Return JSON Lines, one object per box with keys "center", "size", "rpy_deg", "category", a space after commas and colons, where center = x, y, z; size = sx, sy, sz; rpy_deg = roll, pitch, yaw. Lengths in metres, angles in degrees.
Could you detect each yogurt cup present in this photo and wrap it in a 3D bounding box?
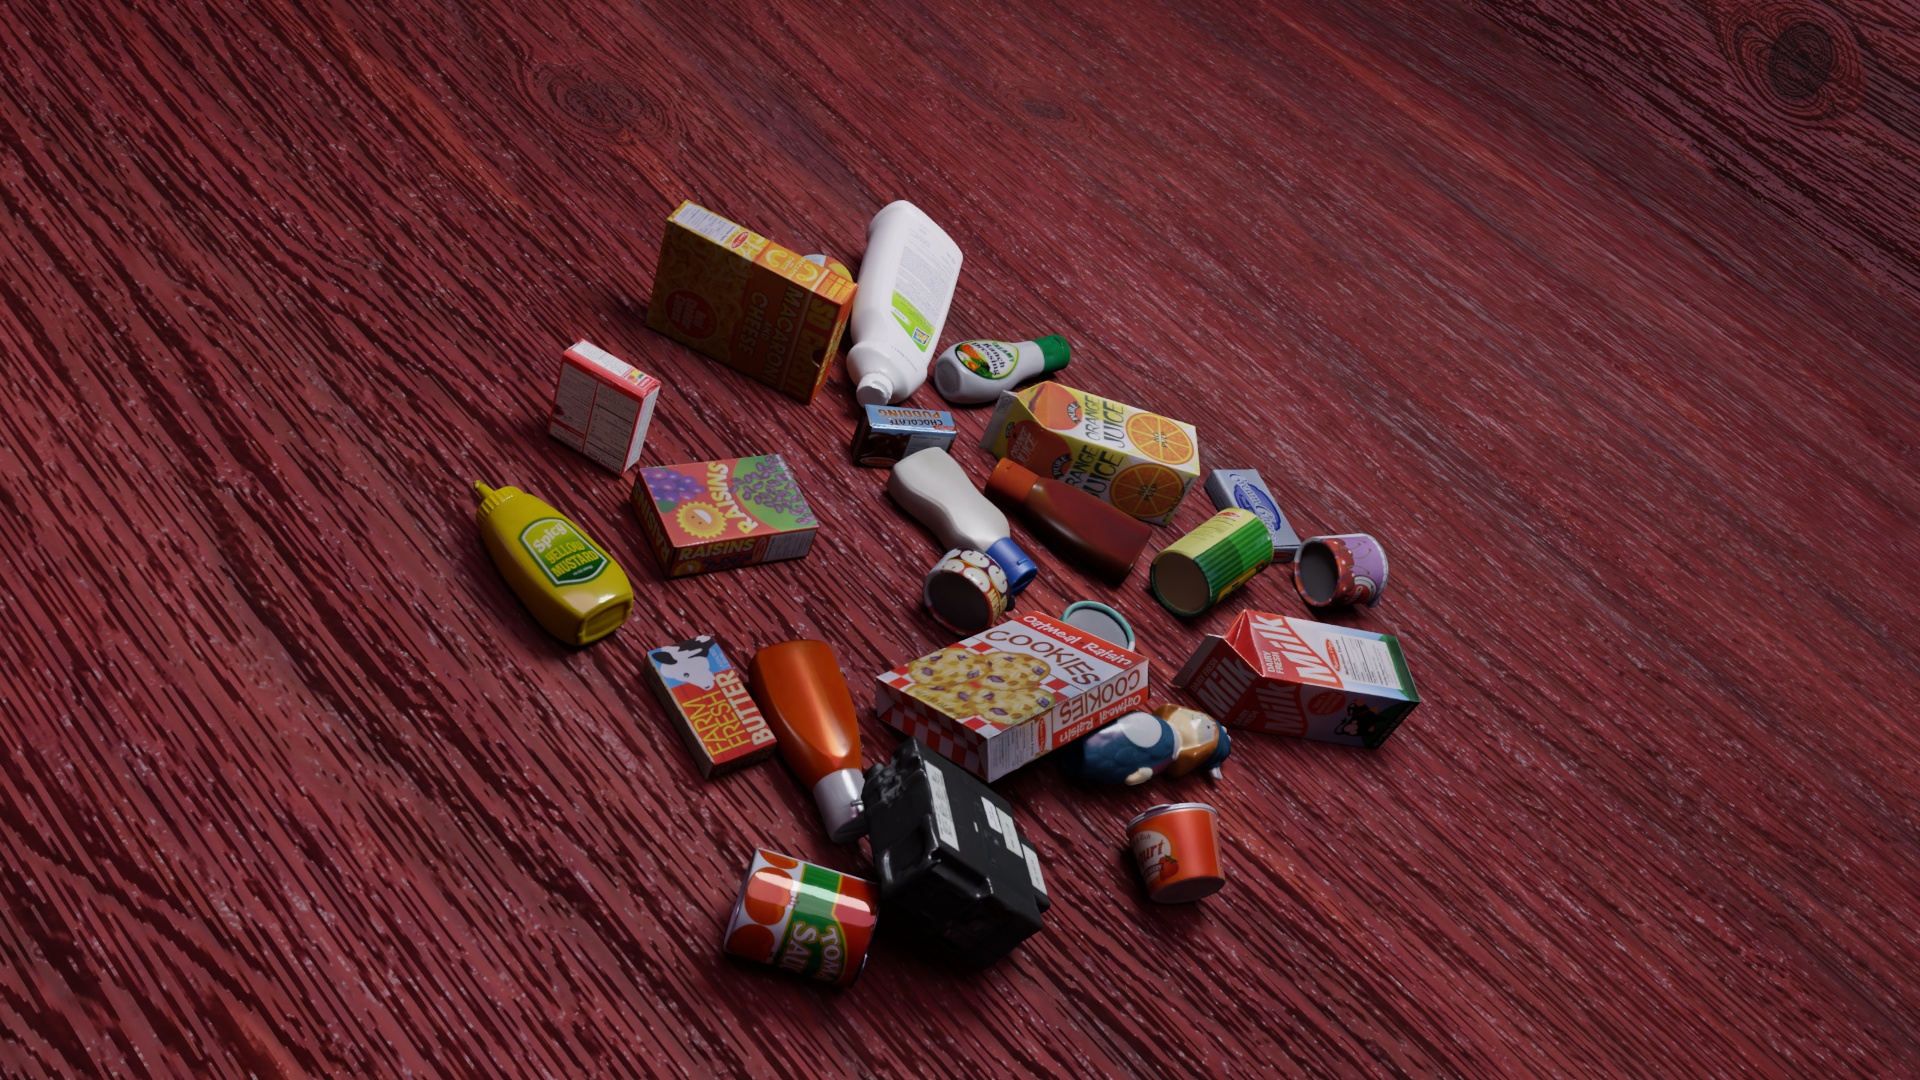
{"center": [0.157, 0.227, 0.999], "size": [0.072, 0.072, 0.054], "rpy_deg": [4, 55, -22], "category": "yogurt cup"}

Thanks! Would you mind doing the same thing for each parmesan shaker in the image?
{"center": [0.221, 0.020, 1.234], "size": [0.071, 0.071, 0.103], "rpy_deg": [44, 46, 19], "category": "parmesan shaker"}

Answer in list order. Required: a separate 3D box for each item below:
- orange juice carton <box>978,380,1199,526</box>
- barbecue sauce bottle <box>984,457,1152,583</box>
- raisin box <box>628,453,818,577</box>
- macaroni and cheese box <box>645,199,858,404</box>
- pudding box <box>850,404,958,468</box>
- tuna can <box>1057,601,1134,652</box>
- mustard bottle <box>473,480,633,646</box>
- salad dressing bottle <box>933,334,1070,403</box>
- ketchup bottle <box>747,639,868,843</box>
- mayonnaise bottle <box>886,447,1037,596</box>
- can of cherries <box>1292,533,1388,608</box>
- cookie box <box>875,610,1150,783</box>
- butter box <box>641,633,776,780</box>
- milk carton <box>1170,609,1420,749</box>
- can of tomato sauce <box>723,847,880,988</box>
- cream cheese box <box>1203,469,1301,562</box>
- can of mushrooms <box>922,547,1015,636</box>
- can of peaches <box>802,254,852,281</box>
{"center": [0.117, -0.085, 1.280], "size": [0.193, 0.071, 0.073], "rpy_deg": [16, 43, -11], "category": "orange juice carton"}
{"center": [0.093, -0.022, 1.228], "size": [0.148, 0.043, 0.065], "rpy_deg": [30, 42, 6], "category": "barbecue sauce bottle"}
{"center": [-0.187, -0.021, 1.098], "size": [0.124, 0.039, 0.086], "rpy_deg": [-9, 53, -33], "category": "raisin box"}
{"center": [-0.186, -0.206, 1.218], "size": [0.166, 0.123, 0.040], "rpy_deg": [26, 45, 1], "category": "macaroni and cheese box"}
{"center": [-0.050, -0.090, 1.222], "size": [0.084, 0.049, 0.030], "rpy_deg": [2, 46, -23], "category": "pudding box"}
{"center": [0.106, 0.082, 1.138], "size": [0.071, 0.032, 0.071], "rpy_deg": [14, 44, -13], "category": "tuna can"}
{"center": [-0.307, 0.006, 1.006], "size": [0.160, 0.048, 0.065], "rpy_deg": [42, 43, 17], "category": "mustard bottle"}
{"center": [0.043, -0.171, 1.350], "size": [0.148, 0.043, 0.064], "rpy_deg": [-19, 59, -38], "category": "salad dressing bottle"}
{"center": [-0.099, 0.139, 0.977], "size": [0.065, 0.043, 0.149], "rpy_deg": [-4, 50, -31], "category": "ketchup bottle"}
{"center": [0.004, -0.015, 1.182], "size": [0.065, 0.041, 0.148], "rpy_deg": [-25, 63, -39], "category": "mayonnaise bottle"}
{"center": [0.351, 0.030, 1.282], "size": [0.058, 0.071, 0.072], "rpy_deg": [-3, 50, -28], "category": "can of cherries"}
{"center": [0.041, 0.112, 1.036], "size": [0.168, 0.040, 0.123], "rpy_deg": [-20, 29, -38], "category": "cookie box"}
{"center": [-0.177, 0.116, 0.977], "size": [0.053, 0.024, 0.104], "rpy_deg": [-17, 57, -36], "category": "butter box"}
{"center": [0.275, 0.114, 1.159], "size": [0.191, 0.072, 0.074], "rpy_deg": [11, 44, -17], "category": "milk carton"}
{"center": [-0.098, 0.236, 0.865], "size": [0.083, 0.070, 0.071], "rpy_deg": [19, 43, -7], "category": "can of tomato sauce"}
{"center": [0.280, -0.025, 1.333], "size": [0.053, 0.024, 0.104], "rpy_deg": [-1, 49, -27], "category": "cream cheese box"}
{"center": [0.007, 0.042, 1.106], "size": [0.071, 0.070, 0.034], "rpy_deg": [34, 44, 9], "category": "can of mushrooms"}
{"center": [-0.135, -0.225, 1.306], "size": [0.071, 0.070, 0.058], "rpy_deg": [16, 43, -11], "category": "can of peaches"}
